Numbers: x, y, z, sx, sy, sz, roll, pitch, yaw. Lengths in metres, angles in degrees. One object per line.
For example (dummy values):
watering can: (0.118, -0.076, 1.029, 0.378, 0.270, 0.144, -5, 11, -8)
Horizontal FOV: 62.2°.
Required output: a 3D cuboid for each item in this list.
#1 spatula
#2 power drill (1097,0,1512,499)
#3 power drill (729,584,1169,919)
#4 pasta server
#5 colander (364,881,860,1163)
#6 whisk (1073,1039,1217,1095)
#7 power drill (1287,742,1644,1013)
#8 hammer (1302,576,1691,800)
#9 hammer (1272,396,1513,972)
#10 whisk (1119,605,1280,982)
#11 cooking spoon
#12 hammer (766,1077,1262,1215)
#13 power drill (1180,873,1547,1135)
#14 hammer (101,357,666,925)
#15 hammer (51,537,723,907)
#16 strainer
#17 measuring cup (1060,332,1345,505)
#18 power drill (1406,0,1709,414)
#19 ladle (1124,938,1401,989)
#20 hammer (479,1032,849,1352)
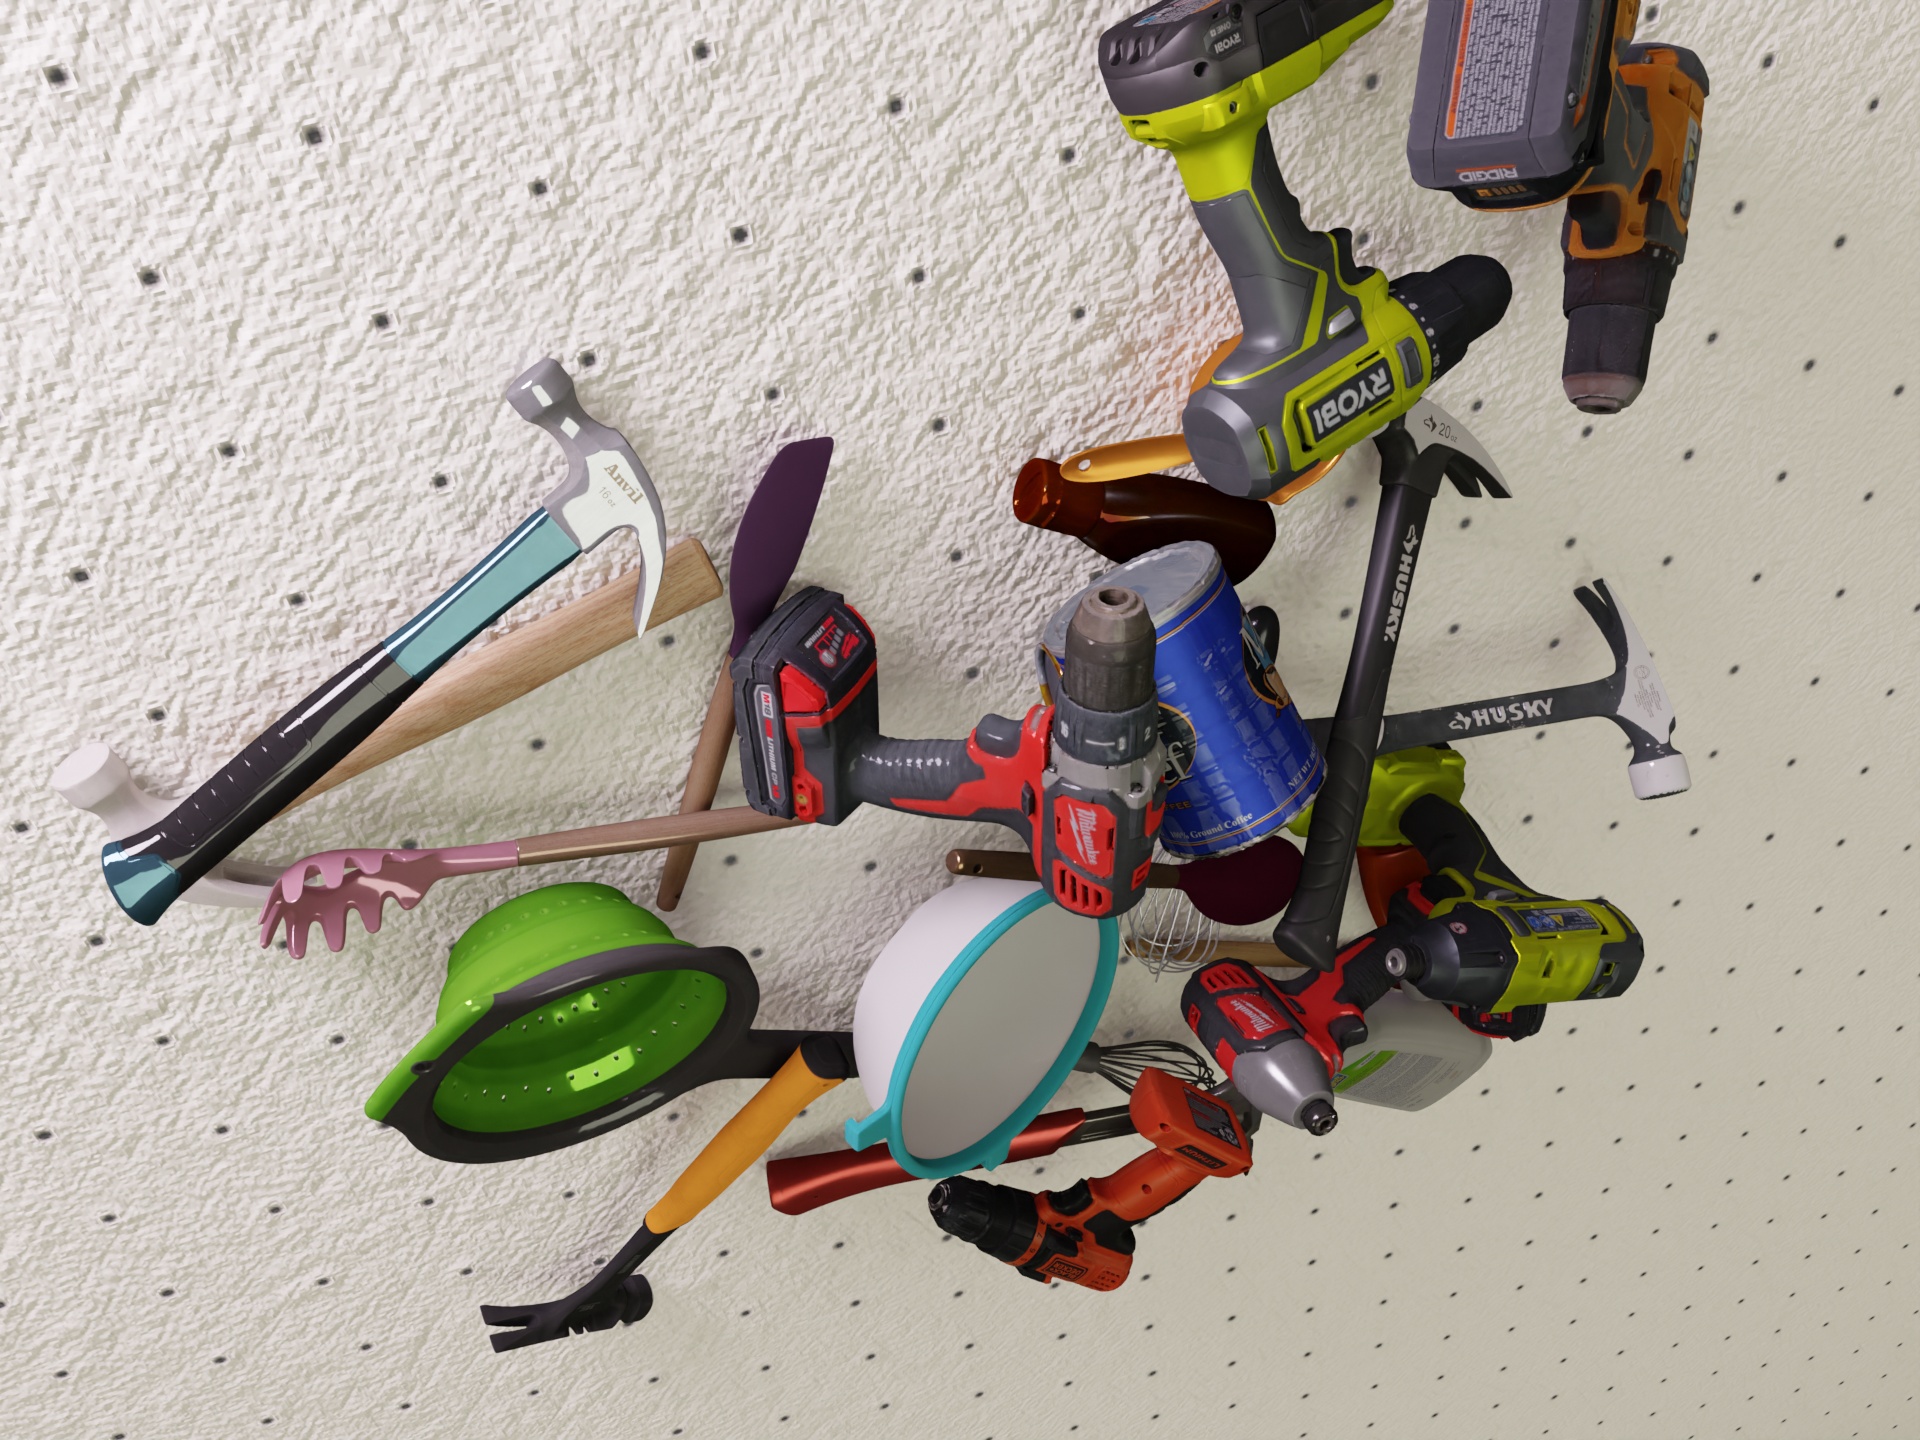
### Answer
spatula: (-0.129, -0.015, 0.878, 0.060, 0.018, 0.315, -24, 143, -50)
power drill: (0.173, -0.244, 0.764, 0.190, 0.080, 0.228, -33, 120, -15)
power drill: (-0.001, -0.003, 0.820, 0.227, 0.080, 0.187, 15, 130, 20)
pasta server: (-0.213, 0.075, 0.867, 0.316, 0.040, 0.060, -7, 143, -25)
colander: (-0.177, 0.172, 0.969, 0.204, 0.095, 0.396, -44, 148, 21)
whisk: (0.094, 0.250, 1.163, 0.238, 0.055, 0.055, 17, 117, -28)
power drill: (0.300, 0.093, 1.015, 0.171, 0.223, 0.080, 1, 124, -24)
hammer: (0.273, 0.002, 0.995, 0.409, 0.149, 0.036, -8, 170, -19)
hammer: (0.240, -0.018, 0.929, 0.146, 0.035, 0.335, 12, 90, -38)
whisk: (0.162, 0.054, 1.040, 0.070, 0.070, 0.284, -2, 121, -23)
cooking spoon: (0.113, 0.095, 0.978, 0.318, 0.017, 0.068, 9, 109, -41)
hammer: (0.040, 0.294, 1.137, 0.359, 0.037, 0.149, -9, 127, -5)
power drill: (0.272, 0.190, 1.059, 0.219, 0.143, 0.078, -20, 125, -13)
hammer: (-0.280, -0.021, 0.766, 0.331, 0.033, 0.128, -40, 117, 1)
hammer: (-0.274, -0.003, 0.819, 0.331, 0.031, 0.129, -27, 131, -3)
strainer: (0.033, 0.123, 1.020, 0.340, 0.095, 0.210, -60, 146, -2)
measuring cup: (0.128, -0.162, 0.863, 0.173, 0.052, 0.095, -13, 129, -12)
power drill: (0.296, -0.261, 0.768, 0.226, 0.084, 0.185, 9, 90, -51)
ladle: (0.260, 0.175, 1.193, 0.315, 0.031, 0.069, 6, 121, -25)
hammer: (-0.184, 0.312, 1.042, 0.127, 0.034, 0.336, 8, 132, -47)
